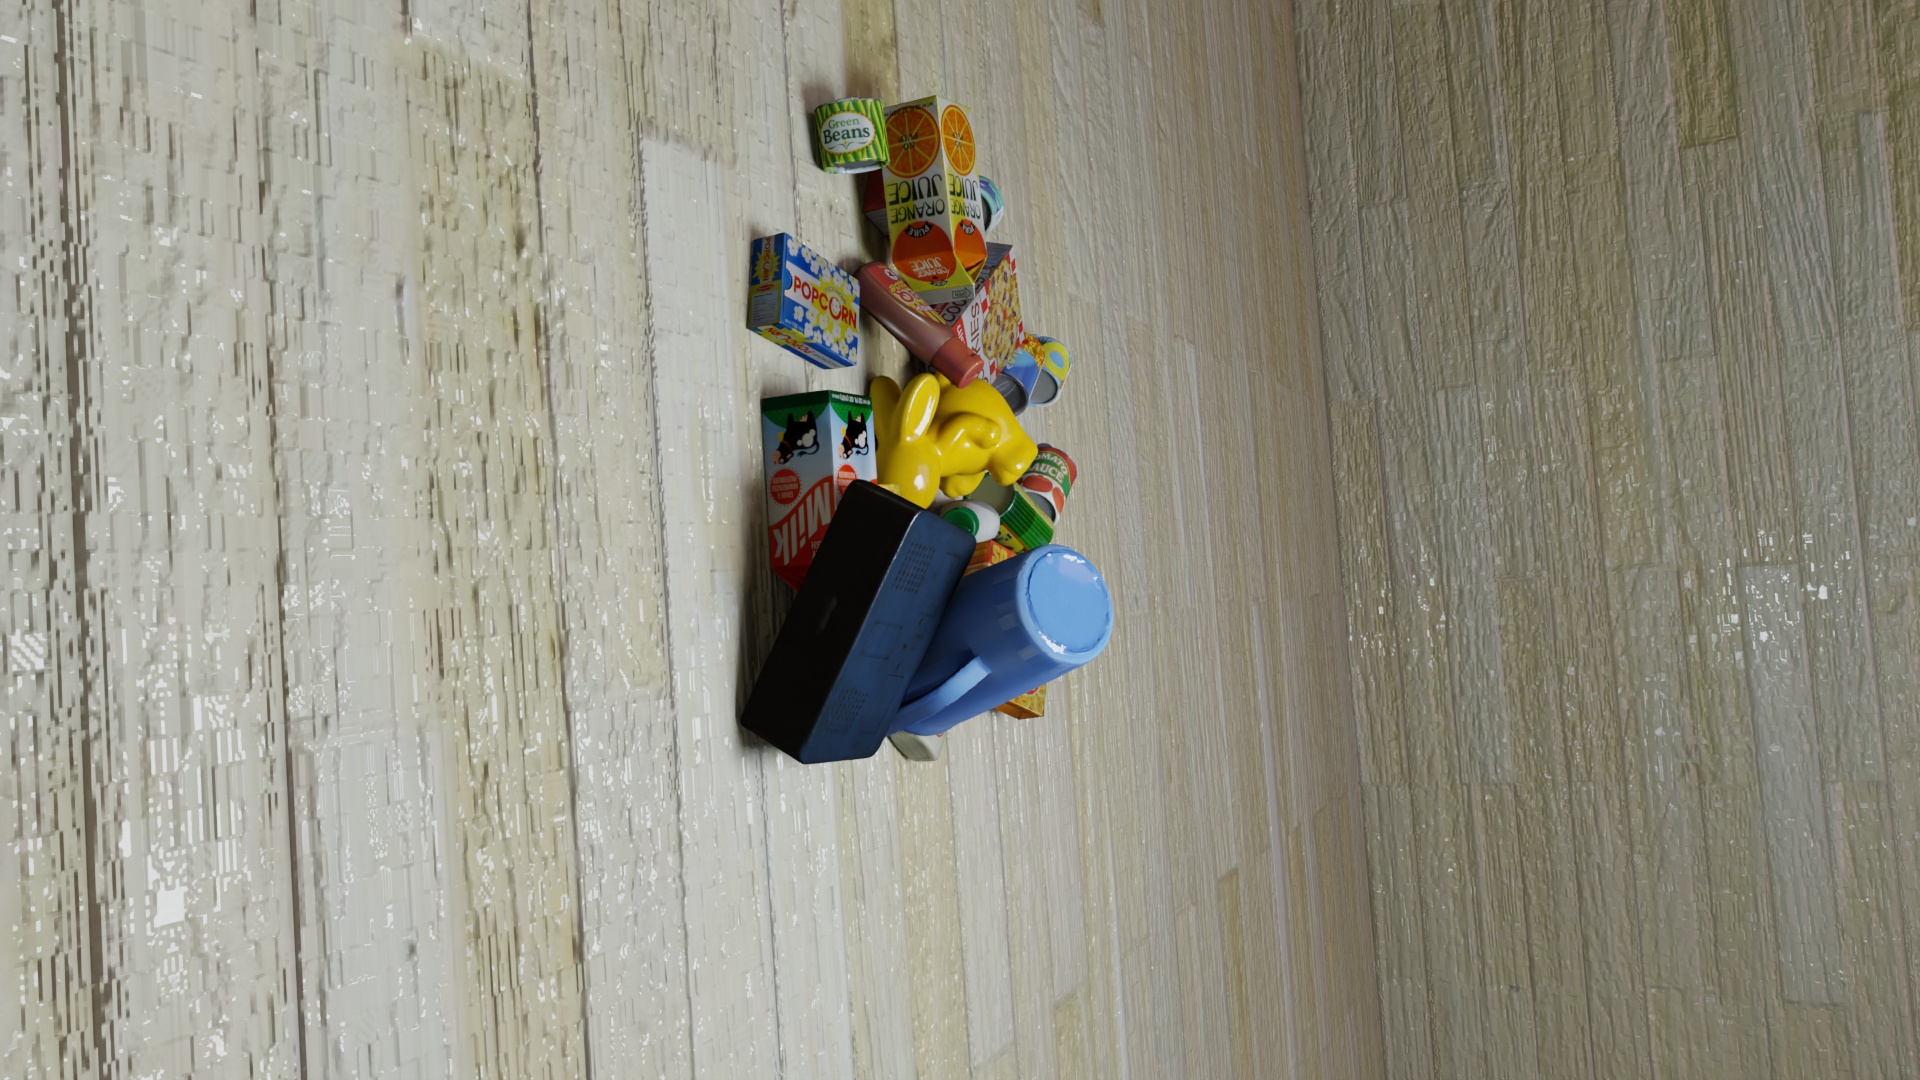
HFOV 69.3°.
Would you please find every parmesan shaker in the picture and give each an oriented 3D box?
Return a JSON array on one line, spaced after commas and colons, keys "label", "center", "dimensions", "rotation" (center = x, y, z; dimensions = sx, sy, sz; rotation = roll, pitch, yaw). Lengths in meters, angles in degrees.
[{"label": "parmesan shaker", "center": [0.052, -0.028, 1.562], "dimensions": [0.103, 0.071, 0.071], "rotation": [43, 49, -51]}]

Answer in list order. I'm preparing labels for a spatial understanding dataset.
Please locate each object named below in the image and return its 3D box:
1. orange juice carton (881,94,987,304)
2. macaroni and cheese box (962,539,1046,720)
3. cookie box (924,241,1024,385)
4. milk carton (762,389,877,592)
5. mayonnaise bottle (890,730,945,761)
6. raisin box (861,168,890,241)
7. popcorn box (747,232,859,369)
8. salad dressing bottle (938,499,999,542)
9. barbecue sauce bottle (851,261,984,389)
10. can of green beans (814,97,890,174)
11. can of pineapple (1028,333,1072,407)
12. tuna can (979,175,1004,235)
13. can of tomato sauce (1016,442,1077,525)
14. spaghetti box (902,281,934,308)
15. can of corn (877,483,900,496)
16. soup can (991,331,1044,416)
[{"label": "orange juice carton", "center": [-0.026, -0.330, 1.369], "dimensions": [0.073, 0.072, 0.192], "rotation": [-12, 96, -61]}, {"label": "macaroni and cheese box", "center": [0.047, 0.099, 1.528], "dimensions": [0.123, 0.040, 0.167], "rotation": [31, 57, -42]}, {"label": "cookie box", "center": [0.015, -0.224, 1.494], "dimensions": [0.122, 0.040, 0.168], "rotation": [81, 31, -41]}, {"label": "milk carton", "center": [-0.120, -0.031, 1.214], "dimensions": [0.072, 0.073, 0.190], "rotation": [0, 85, -62]}, {"label": "mayonnaise bottle", "center": [-0.029, 0.144, 1.392], "dimensions": [0.064, 0.041, 0.149], "rotation": [56, 39, -40]}, {"label": "raisin box", "center": [-0.051, -0.345, 1.446], "dimensions": [0.123, 0.040, 0.086], "rotation": [39, 51, -53]}, {"label": "popcorn box", "center": [-0.139, -0.213, 1.250], "dimensions": [0.126, 0.038, 0.085], "rotation": [22, 67, -60]}, {"label": "salad dressing bottle", "center": [0.005, -0.018, 1.432], "dimensions": [0.148, 0.064, 0.044], "rotation": [-27, 129, -82]}, {"label": "barbecue sauce bottle", "center": [-0.042, -0.207, 1.339], "dimensions": [0.149, 0.043, 0.065], "rotation": [43, 24, 11]}, {"label": "can of green beans", "center": [-0.103, -0.384, 1.322], "dimensions": [0.071, 0.071, 0.057], "rotation": [-17, 101, -63]}, {"label": "can of pineapple", "center": [0.095, -0.204, 1.675], "dimensions": [0.070, 0.071, 0.058], "rotation": [64, 34, -35]}, {"label": "tuna can", "center": [0.011, -0.372, 1.543], "dimensions": [0.033, 0.071, 0.070], "rotation": [-57, 134, -49]}, {"label": "can of tomato sauce", "center": [0.096, -0.063, 1.646], "dimensions": [0.071, 0.071, 0.083], "rotation": [65, 33, -33]}, {"label": "spaghetti box", "center": [-0.003, -0.272, 1.535], "dimensions": [0.251, 0.028, 0.050], "rotation": [-30, 112, -61]}, {"label": "can of corn", "center": [-0.085, -0.021, 1.286], "dimensions": [0.071, 0.071, 0.058], "rotation": [-3, 88, -63]}, {"label": "soup can", "center": [0.054, -0.194, 1.593], "dimensions": [0.071, 0.071, 0.084], "rotation": [63, 33, -36]}]
